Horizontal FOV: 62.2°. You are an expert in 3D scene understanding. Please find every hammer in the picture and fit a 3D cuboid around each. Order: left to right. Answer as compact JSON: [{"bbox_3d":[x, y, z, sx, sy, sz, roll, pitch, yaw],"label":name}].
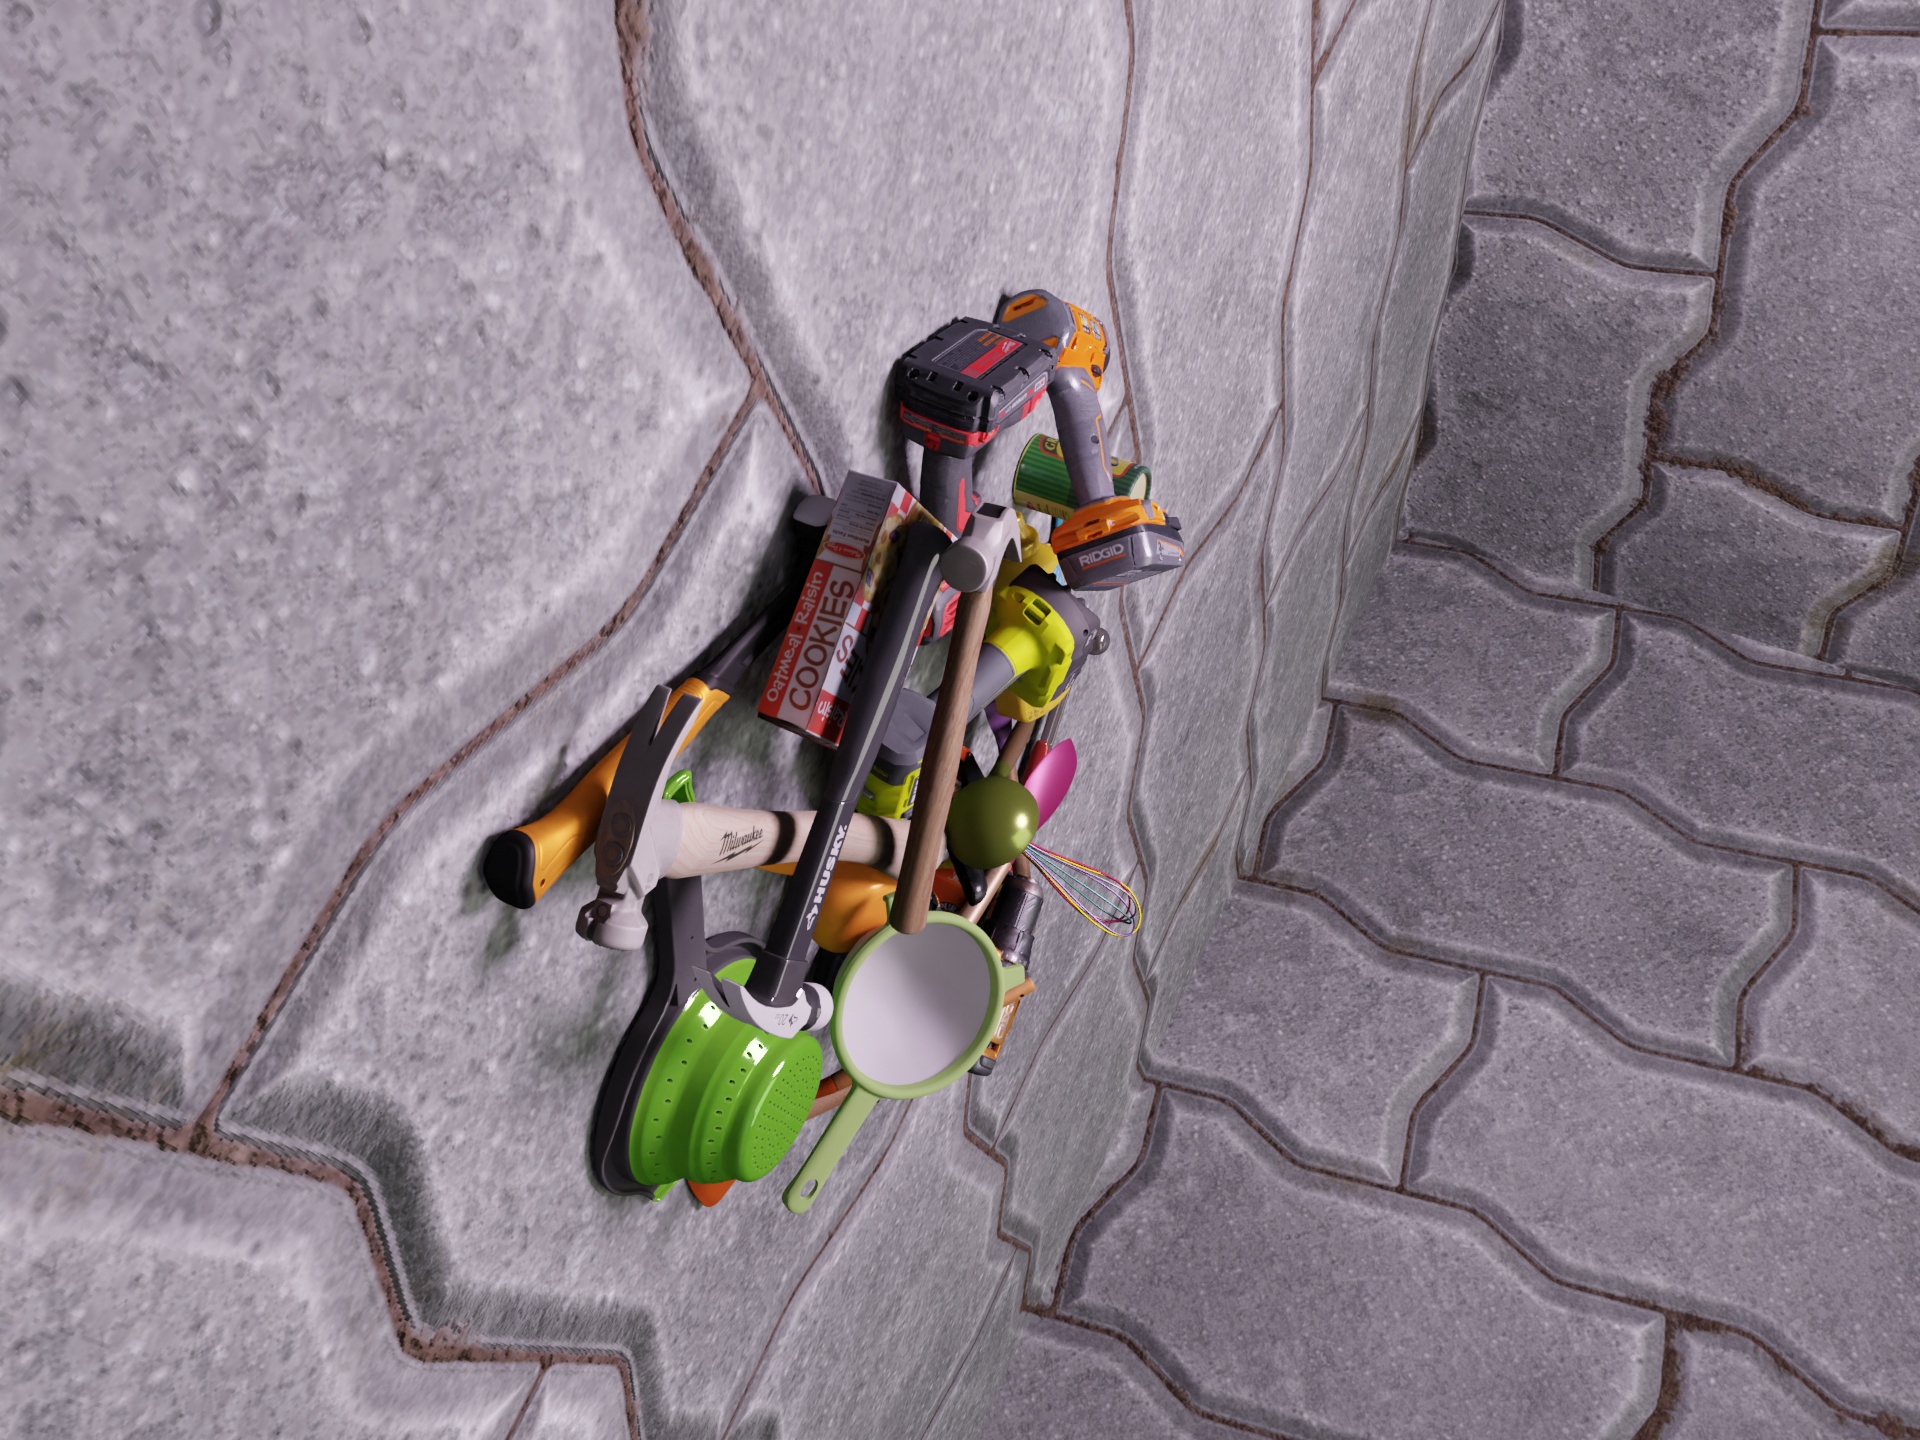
[{"bbox_3d":[-0.164,-0.002,0.959,0.337,0.034,0.127,-51,153,-42],"label":"hammer"},{"bbox_3d":[-0.101,0.068,1.049,0.410,0.038,0.146,11,96,-66],"label":"hammer"},{"bbox_3d":[-0.073,0.035,0.997,0.146,0.035,0.335,29,80,-67],"label":"hammer"},{"bbox_3d":[-0.009,0.006,1.084,0.130,0.031,0.331,-61,165,-59],"label":"hammer"},{"bbox_3d":[0.074,0.069,1.672,0.149,0.037,0.359,-7,116,-69],"label":"hammer"}]

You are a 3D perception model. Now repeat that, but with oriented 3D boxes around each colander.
[{"bbox_3d":[-0.158,0.200,1.089,0.204,0.094,0.396,-49,153,-44],"label":"colander"}]

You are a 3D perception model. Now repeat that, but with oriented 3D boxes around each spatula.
[{"bbox_3d":[-0.123,0.339,1.446,0.317,0.044,0.082,1,110,-65],"label":"spatula"},{"bbox_3d":[-0.078,0.294,1.305,0.322,0.041,0.080,-25,139,-12],"label":"spatula"},{"bbox_3d":[0.046,0.061,1.491,0.060,0.018,0.315,-40,128,-54],"label":"spatula"}]

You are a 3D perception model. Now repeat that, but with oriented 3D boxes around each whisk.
[{"bbox_3d":[0.076,0.126,1.487,0.047,0.244,0.051,-54,-164,-1],"label":"whisk"}]

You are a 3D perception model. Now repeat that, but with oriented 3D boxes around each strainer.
[{"bbox_3d":[-0.073,0.257,1.234,0.151,0.069,0.256,35,84,-32],"label":"strainer"}]

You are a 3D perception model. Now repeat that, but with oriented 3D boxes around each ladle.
[{"bbox_3d":[0.044,0.045,1.360,0.062,0.078,0.320,65,16,-10],"label":"ladle"}]

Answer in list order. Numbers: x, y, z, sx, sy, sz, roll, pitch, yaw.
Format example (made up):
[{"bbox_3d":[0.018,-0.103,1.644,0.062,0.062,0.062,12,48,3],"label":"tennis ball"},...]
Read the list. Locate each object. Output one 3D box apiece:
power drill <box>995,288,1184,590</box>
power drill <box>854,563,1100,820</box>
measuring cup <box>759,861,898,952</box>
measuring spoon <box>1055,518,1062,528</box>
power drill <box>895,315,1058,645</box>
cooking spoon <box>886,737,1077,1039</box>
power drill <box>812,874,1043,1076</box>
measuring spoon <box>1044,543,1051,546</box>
[{"bbox_3d":[0.106,-0.221,1.265,0.164,0.084,0.226,-12,85,-67],"label":"power drill"},{"bbox_3d":[-0.002,-0.004,1.257,0.228,0.080,0.190,-42,166,-25],"label":"power drill"},{"bbox_3d":[-0.102,0.130,1.204,0.095,0.052,0.173,-46,153,7],"label":"measuring cup"},{"bbox_3d":[0.102,-0.190,1.492,0.042,0.021,0.128,-64,163,-51],"label":"measuring spoon"},{"bbox_3d":[0.003,-0.174,1.173,0.143,0.078,0.219,-46,154,-46],"label":"power drill"},{"bbox_3d":[0.025,0.140,1.354,0.319,0.017,0.068,-55,145,-29],"label":"cooking spoon"},{"bbox_3d":[-0.012,0.201,1.401,0.226,0.084,0.185,35,72,-48],"label":"power drill"},{"bbox_3d":[0.061,-0.145,1.460,0.117,0.011,0.021,-40,142,-61],"label":"measuring spoon"}]
